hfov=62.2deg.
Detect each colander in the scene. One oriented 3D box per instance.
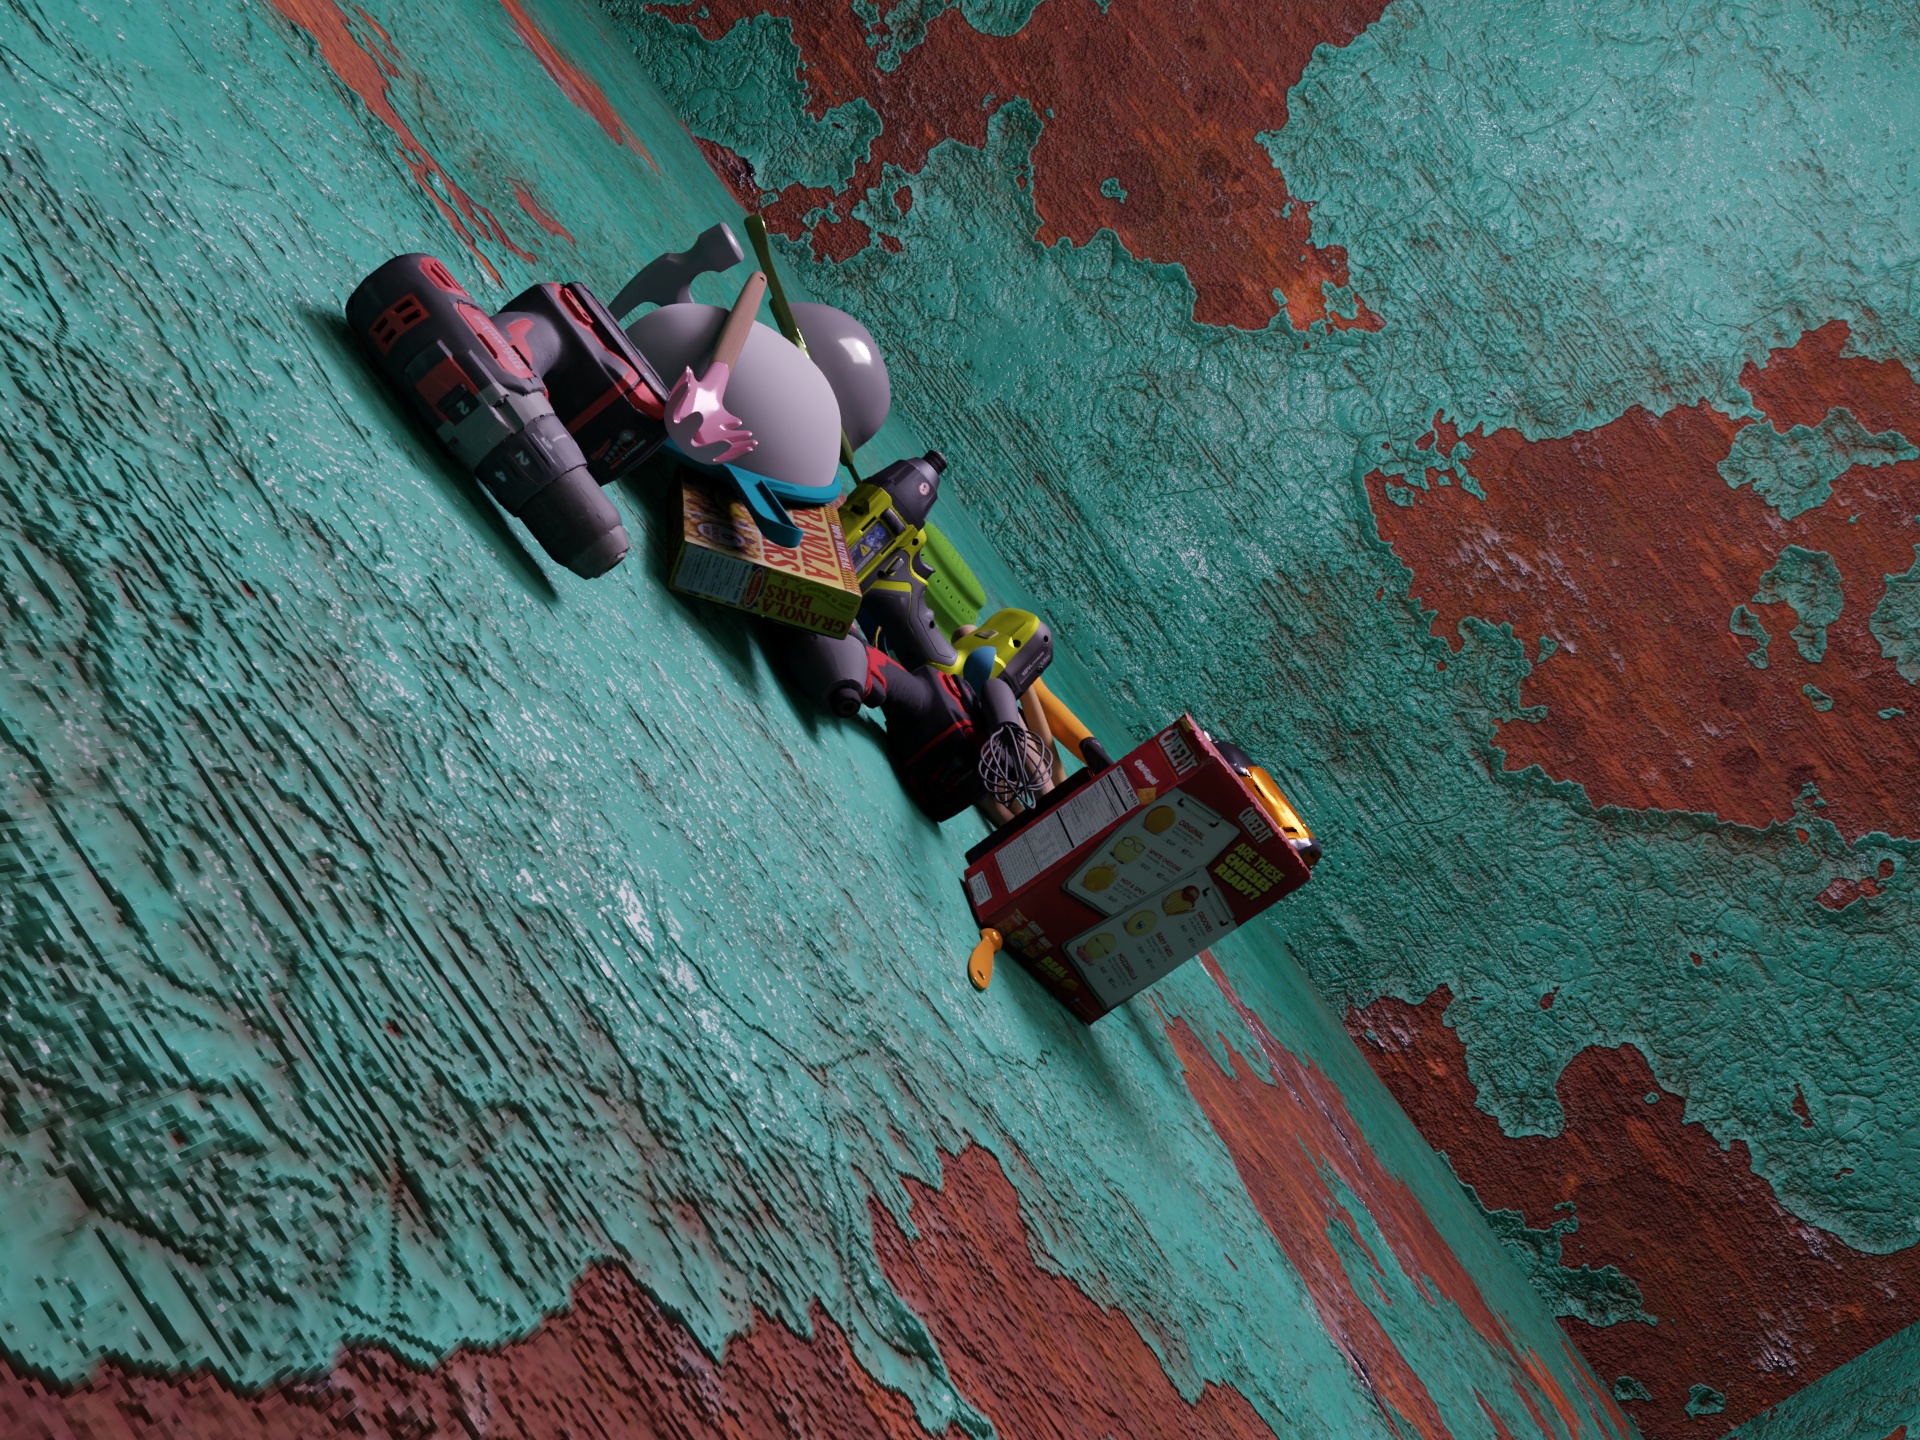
[{"bbox_3d":[-0.065,-0.158,1.608,0.205,0.094,0.396,57,10,20],"label":"colander"}]

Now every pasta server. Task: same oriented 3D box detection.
[{"bbox_3d":[-0.150,-0.245,1.053,0.060,0.040,0.316,46,24,-24],"label":"pasta server"}]

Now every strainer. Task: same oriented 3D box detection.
[{"bbox_3d":[-0.148,-0.220,1.124,0.210,0.095,0.341,17,19,-28],"label":"strainer"},{"bbox_3d":[-0.109,-0.318,1.283,0.256,0.069,0.152,70,-4,-60],"label":"strainer"}]

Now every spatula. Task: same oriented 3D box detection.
[{"bbox_3d":[0.033,0.084,1.451,0.315,0.018,0.060,45,8,-38],"label":"spatula"}]

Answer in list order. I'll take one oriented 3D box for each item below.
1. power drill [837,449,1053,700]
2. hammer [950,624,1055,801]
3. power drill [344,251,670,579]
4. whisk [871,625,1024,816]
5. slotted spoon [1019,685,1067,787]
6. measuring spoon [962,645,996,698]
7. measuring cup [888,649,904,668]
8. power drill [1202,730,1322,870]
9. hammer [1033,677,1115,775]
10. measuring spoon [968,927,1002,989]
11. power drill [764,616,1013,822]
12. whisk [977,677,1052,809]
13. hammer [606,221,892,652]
[{"bbox_3d":[-0.026,-0.105,1.357,0.223,0.171,0.080,50,-13,-28],"label":"power drill"},{"bbox_3d":[0.066,0.052,1.424,0.130,0.031,0.332,103,-34,-55],"label":"hammer"},{"bbox_3d":[-0.232,-0.171,0.904,0.188,0.080,0.227,52,12,-6],"label":"power drill"},{"bbox_3d":[-0.002,0.005,1.466,0.244,0.051,0.047,55,34,-21],"label":"whisk"},{"bbox_3d":[0.098,0.075,1.524,0.070,0.031,0.313,-112,-179,-59],"label":"slotted spoon"},{"bbox_3d":[-0.002,-0.004,1.333,0.021,0.128,0.042,19,9,-10],"label":"measuring spoon"},{"bbox_3d":[-0.035,-0.033,1.520,0.083,0.038,0.168,21,50,-63],"label":"measuring cup"},{"bbox_3d":[0.195,0.122,1.459,0.164,0.226,0.084,59,11,31],"label":"power drill"},{"bbox_3d":[0.118,0.030,1.465,0.127,0.034,0.337,69,-9,-29],"label":"hammer"},{"bbox_3d":[0.019,0.164,1.105,0.021,0.011,0.117,53,9,-2],"label":"measuring spoon"},{"bbox_3d":[-0.058,-0.018,1.206,0.219,0.078,0.143,40,16,-45],"label":"power drill"},{"bbox_3d":[0.033,0.009,1.188,0.055,0.055,0.239,51,8,-16],"label":"whisk"},{"bbox_3d":[-0.159,-0.215,1.367,0.405,0.144,0.035,58,7,-33],"label":"hammer"}]
